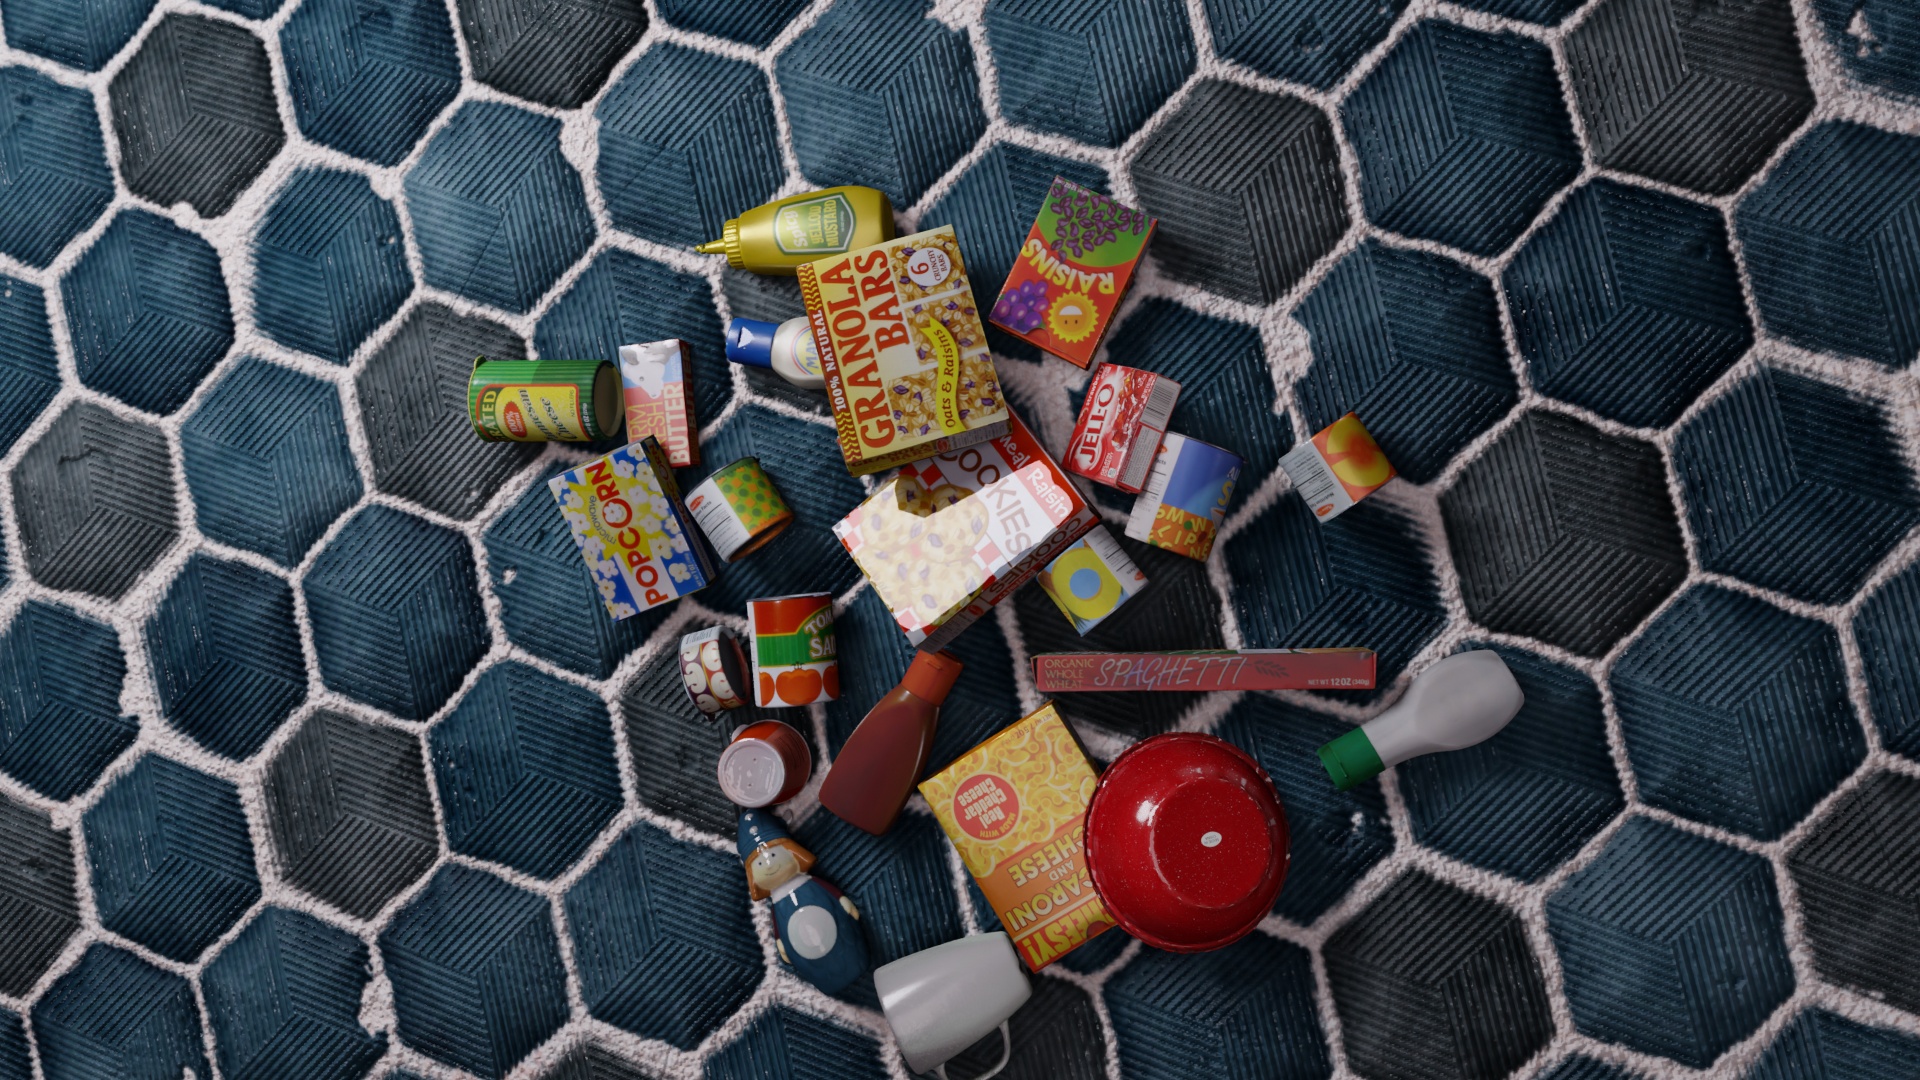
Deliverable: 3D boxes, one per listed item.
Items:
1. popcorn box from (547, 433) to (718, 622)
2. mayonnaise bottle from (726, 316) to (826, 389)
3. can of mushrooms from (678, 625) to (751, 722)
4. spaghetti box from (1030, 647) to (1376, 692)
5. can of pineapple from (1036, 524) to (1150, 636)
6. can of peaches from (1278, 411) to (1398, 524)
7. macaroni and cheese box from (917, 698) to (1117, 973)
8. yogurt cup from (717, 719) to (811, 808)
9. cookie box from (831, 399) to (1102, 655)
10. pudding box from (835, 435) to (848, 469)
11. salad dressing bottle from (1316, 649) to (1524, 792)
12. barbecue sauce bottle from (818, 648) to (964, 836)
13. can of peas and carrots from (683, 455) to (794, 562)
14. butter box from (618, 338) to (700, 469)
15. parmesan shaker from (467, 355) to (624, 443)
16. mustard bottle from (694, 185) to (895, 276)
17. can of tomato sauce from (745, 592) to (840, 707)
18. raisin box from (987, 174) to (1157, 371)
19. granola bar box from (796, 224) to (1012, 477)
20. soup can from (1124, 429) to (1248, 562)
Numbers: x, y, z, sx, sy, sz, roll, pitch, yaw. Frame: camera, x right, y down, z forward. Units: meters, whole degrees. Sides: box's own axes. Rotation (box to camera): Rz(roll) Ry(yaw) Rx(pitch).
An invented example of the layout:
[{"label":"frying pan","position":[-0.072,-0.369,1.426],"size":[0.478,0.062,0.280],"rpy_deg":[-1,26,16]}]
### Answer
[{"label":"popcorn box","position":[-0.257,-0.009,1.096],"size":[0.085,0.038,0.126],"rpy_deg":[-21,99,12]},{"label":"mayonnaise bottle","position":[-0.108,-0.145,1.088],"size":[0.148,0.041,0.065],"rpy_deg":[10,85,8]},{"label":"can of mushrooms","position":[-0.190,0.103,1.085],"size":[0.033,0.071,0.071],"rpy_deg":[-18,87,7]},{"label":"spaghetti box","position":[0.179,0.096,1.038],"size":[0.250,0.050,0.028],"rpy_deg":[-2,88,9]},{"label":"can of pineapple","position":[0.098,0.031,1.043],"size":[0.071,0.071,0.058],"rpy_deg":[-39,84,6]},{"label":"can of peaches","position":[0.278,-0.054,1.018],"size":[0.071,0.071,0.058],"rpy_deg":[-34,84,7]},{"label":"macaroni and cheese box","position":[0.064,0.224,1.058],"size":[0.123,0.040,0.166],"rpy_deg":[-33,85,7]},{"label":"yogurt cup","position":[-0.155,0.177,1.085],"size":[0.072,0.054,0.072],"rpy_deg":[0,90,8]},{"label":"cookie box","position":[0.004,-0.013,1.054],"size":[0.167,0.040,0.123],"rpy_deg":[-39,65,6]},{"label":"pudding box","position":[-0.050,-0.083,1.075],"size":[0.083,0.050,0.030],"rpy_deg":[-24,88,8]},{"label":"salad dressing bottle","position":[0.335,0.134,1.018],"size":[0.147,0.044,0.064],"rpy_deg":[-30,87,8]},{"label":"barbecue sauce bottle","position":[-0.049,0.151,1.074],"size":[0.065,0.043,0.148],"rpy_deg":[30,93,9]},{"label":"can of peas and carrots","position":[-0.170,-0.025,1.085],"size":[0.071,0.071,0.059],"rpy_deg":[-35,85,7]},{"label":"butter box","position":[-0.242,-0.107,1.117],"size":[0.053,0.024,0.103],"rpy_deg":[-7,88,9]},{"label":"parmesan shaker","position":[-0.329,-0.114,1.107],"size":[0.103,0.071,0.071],"rpy_deg":[0,90,9]},{"label":"mustard bottle","position":[-0.133,-0.237,1.089],"size":[0.160,0.049,0.065],"rpy_deg":[-7,84,8]},{"label":"can of tomato sauce","position":[-0.127,0.084,1.075],"size":[0.071,0.071,0.083],"rpy_deg":[-5,89,9]},{"label":"raisin box","position":[0.086,-0.203,1.061],"size":[0.086,0.040,0.123],"rpy_deg":[27,94,7]},{"label":"granola bar box","position":[-0.043,-0.141,1.037],"size":[0.124,0.039,0.166],"rpy_deg":[-15,72,0]},{"label":"soup can","position":[0.169,-0.032,1.034],"size":[0.071,0.071,0.083],"rpy_deg":[20,93,8]}]
